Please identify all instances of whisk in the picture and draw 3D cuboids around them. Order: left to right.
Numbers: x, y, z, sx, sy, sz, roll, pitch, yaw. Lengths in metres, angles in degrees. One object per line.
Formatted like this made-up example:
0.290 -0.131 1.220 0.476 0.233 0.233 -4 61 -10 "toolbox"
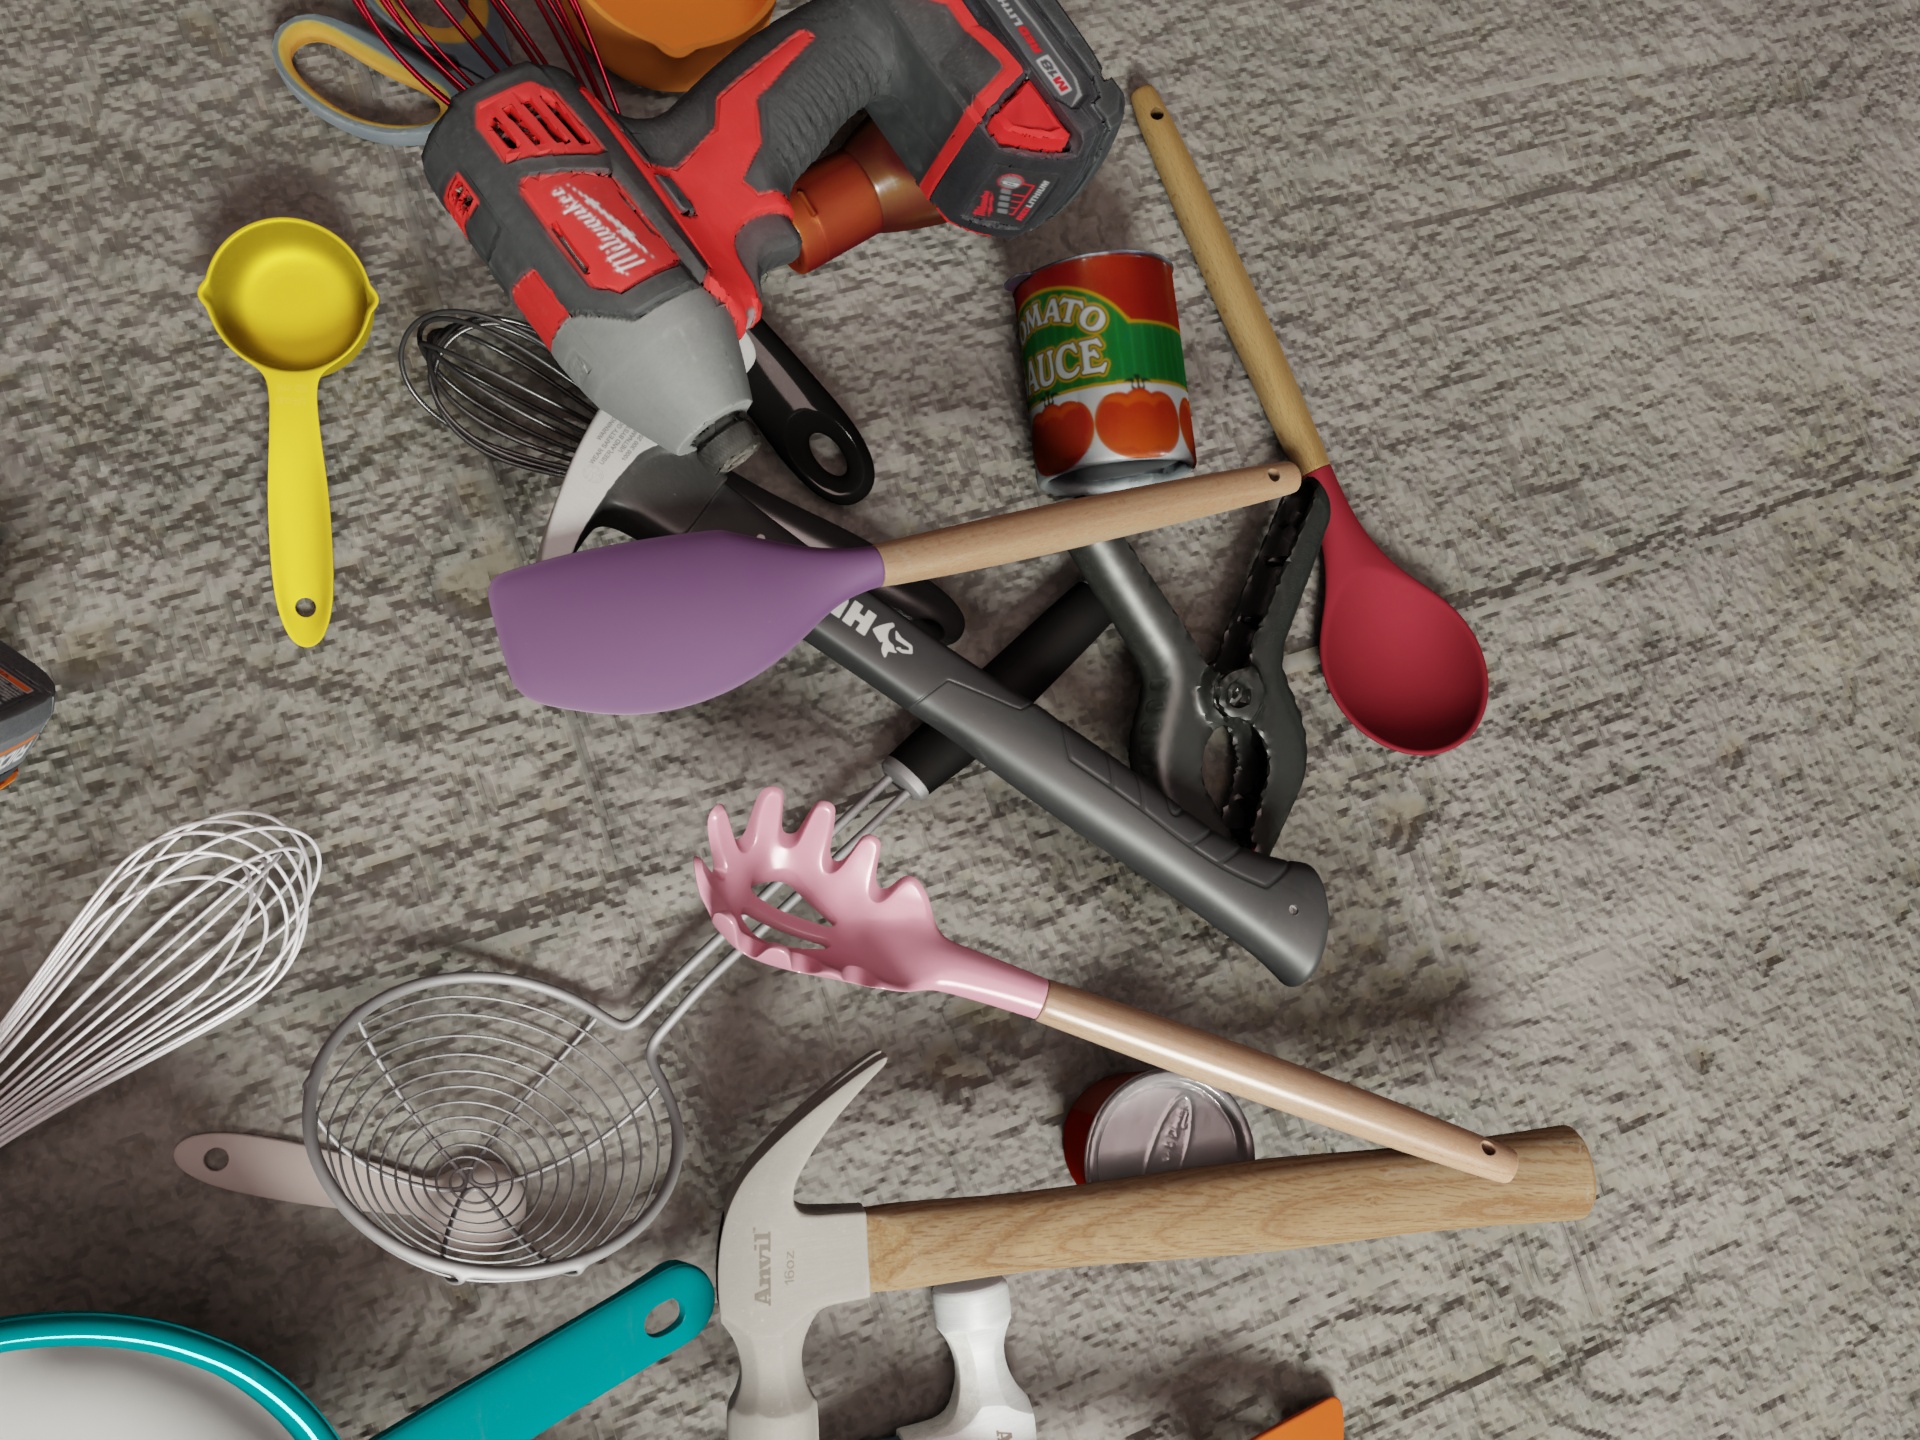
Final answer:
-0.331 0.135 0.531 0.284 0.070 0.070 -43 95 -9 "whisk"
-0.128 -0.200 0.601 0.073 0.073 0.295 -43 106 -14 "whisk"
-0.102 -0.088 0.615 0.239 0.055 0.055 28 78 -14 "whisk"

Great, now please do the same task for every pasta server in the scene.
0.056 0.103 0.555 0.316 0.040 0.060 21 51 -7 "pasta server"

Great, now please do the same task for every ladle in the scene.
0.141 -0.131 0.687 0.069 0.031 0.315 -23 88 -8 "ladle"

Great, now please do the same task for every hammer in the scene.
-0.131 0.298 0.569 0.331 0.033 0.128 -8 85 -14 "hammer"
-0.001 -0.002 0.585 0.334 0.035 0.146 35 65 -9 "hammer"
0.078 0.177 0.577 0.331 0.031 0.130 -2 84 -13 "hammer"

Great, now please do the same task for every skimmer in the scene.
-0.066 0.051 0.583 0.127 0.090 0.363 41 73 21 "skimmer"

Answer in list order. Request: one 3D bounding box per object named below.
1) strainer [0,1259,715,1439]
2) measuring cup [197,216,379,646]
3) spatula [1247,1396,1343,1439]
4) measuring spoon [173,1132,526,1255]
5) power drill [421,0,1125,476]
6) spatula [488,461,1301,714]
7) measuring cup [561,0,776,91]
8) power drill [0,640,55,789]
-0.240 0.253 0.500 0.340 0.095 0.211 -21 99 -38 "strainer"
-0.247 -0.106 0.596 0.062 0.029 0.156 -2 96 -14 "measuring cup"
0.012 0.289 0.576 0.322 0.041 0.081 10 79 -19 "spatula"
-0.218 0.167 0.570 0.124 0.018 0.034 14 81 -11 "measuring spoon"
-0.056 -0.187 0.556 0.220 0.078 0.143 -37 92 -23 "power drill"
-0.006 -0.058 0.569 0.316 0.018 0.060 -16 80 -24 "spatula"
-0.076 -0.296 0.642 0.173 0.052 0.095 -1 84 -18 "measuring cup"
-0.408 0.043 0.479 0.164 0.084 0.226 37 96 -13 "power drill"
